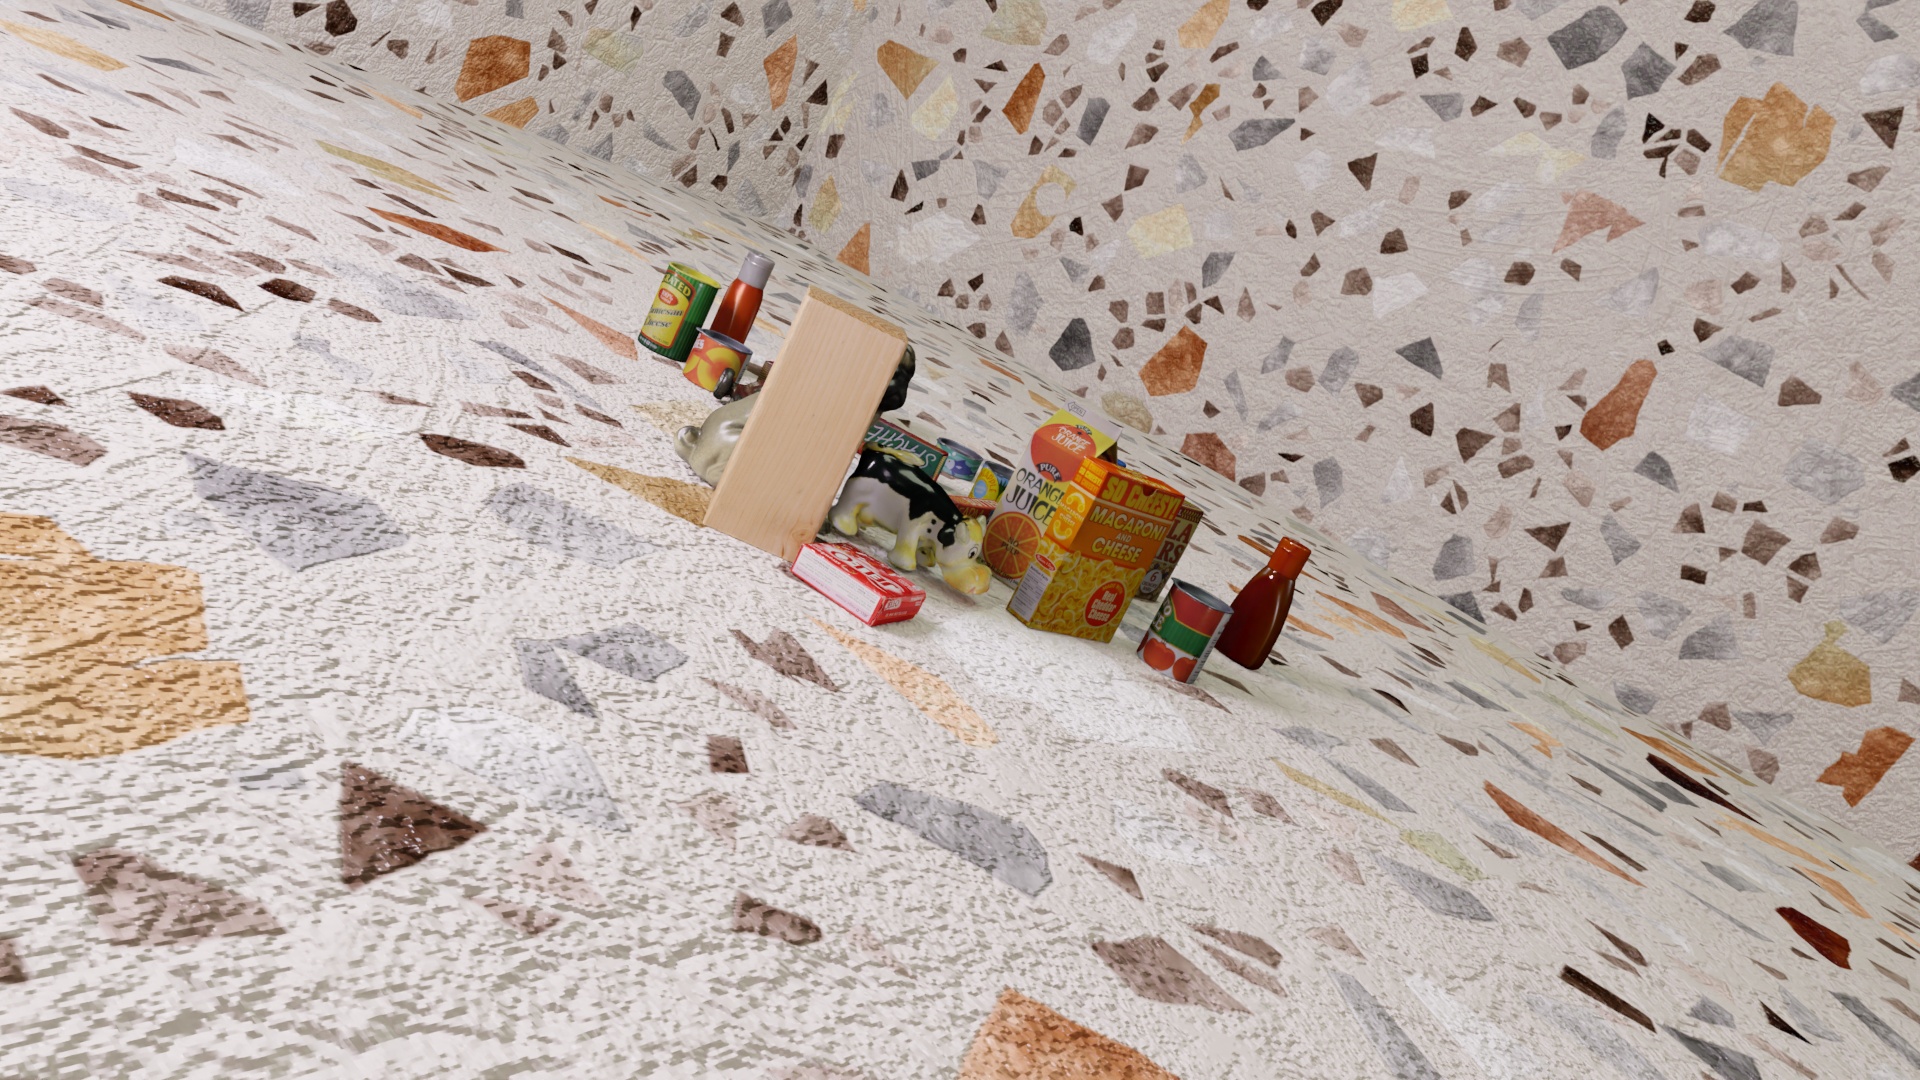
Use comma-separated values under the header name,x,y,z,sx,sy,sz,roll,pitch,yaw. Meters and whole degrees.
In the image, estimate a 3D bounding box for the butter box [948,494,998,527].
name,x,y,z,sx,sy,sz,roll,pitch,yaw
butter box,0.005,-0.018,1.452,0.024,0.053,0.103,33,14,29

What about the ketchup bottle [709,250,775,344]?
name,x,y,z,sx,sy,sz,roll,pitch,yaw
ketchup bottle,-0.281,-0.291,1.754,0.043,0.148,0.065,18,15,-34

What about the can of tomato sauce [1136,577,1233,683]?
name,x,y,z,sx,sy,sz,roll,pitch,yaw
can of tomato sauce,0.221,0.090,1.381,0.071,0.083,0.071,25,12,-6

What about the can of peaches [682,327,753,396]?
name,x,y,z,sx,sy,sz,roll,pitch,yaw
can of peaches,-0.286,-0.208,1.621,0.071,0.058,0.071,25,13,-6

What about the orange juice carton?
name,x,y,z,sx,sy,sz,roll,pitch,yaw
orange juice carton,0.094,-0.045,1.415,0.072,0.192,0.073,32,14,26

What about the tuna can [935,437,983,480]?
name,x,y,z,sx,sy,sz,roll,pitch,yaw
tuna can,-0.008,-0.107,1.824,0.071,0.032,0.071,25,13,-6

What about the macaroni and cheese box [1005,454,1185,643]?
name,x,y,z,sx,sy,sz,roll,pitch,yaw
macaroni and cheese box,0.131,0.012,1.325,0.124,0.166,0.040,14,17,-44

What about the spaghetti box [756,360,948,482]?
name,x,y,z,sx,sy,sz,roll,pitch,yaw
spaghetti box,-0.132,-0.138,1.662,0.250,0.050,0.029,28,12,7

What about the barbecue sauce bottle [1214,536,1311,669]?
name,x,y,z,sx,sy,sz,roll,pitch,yaw
barbecue sauce bottle,0.342,0.068,1.557,0.065,0.148,0.044,35,15,36

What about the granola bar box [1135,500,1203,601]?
name,x,y,z,sx,sy,sz,roll,pitch,yaw
granola bar box,0.192,-0.003,1.597,0.165,0.124,0.039,15,17,-43

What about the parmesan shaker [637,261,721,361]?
name,x,y,z,sx,sy,sz,roll,pitch,yaw
parmesan shaker,-0.338,-0.274,1.676,0.071,0.103,0.071,25,12,-6

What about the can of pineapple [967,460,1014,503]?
name,x,y,z,sx,sy,sz,roll,pitch,yaw
can of pineapple,0.045,-0.056,1.669,0.071,0.057,0.071,25,13,-6

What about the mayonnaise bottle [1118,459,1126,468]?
name,x,y,z,sx,sy,sz,roll,pitch,yaw
mayonnaise bottle,0.132,-0.025,1.513,0.041,0.147,0.065,12,19,-49
